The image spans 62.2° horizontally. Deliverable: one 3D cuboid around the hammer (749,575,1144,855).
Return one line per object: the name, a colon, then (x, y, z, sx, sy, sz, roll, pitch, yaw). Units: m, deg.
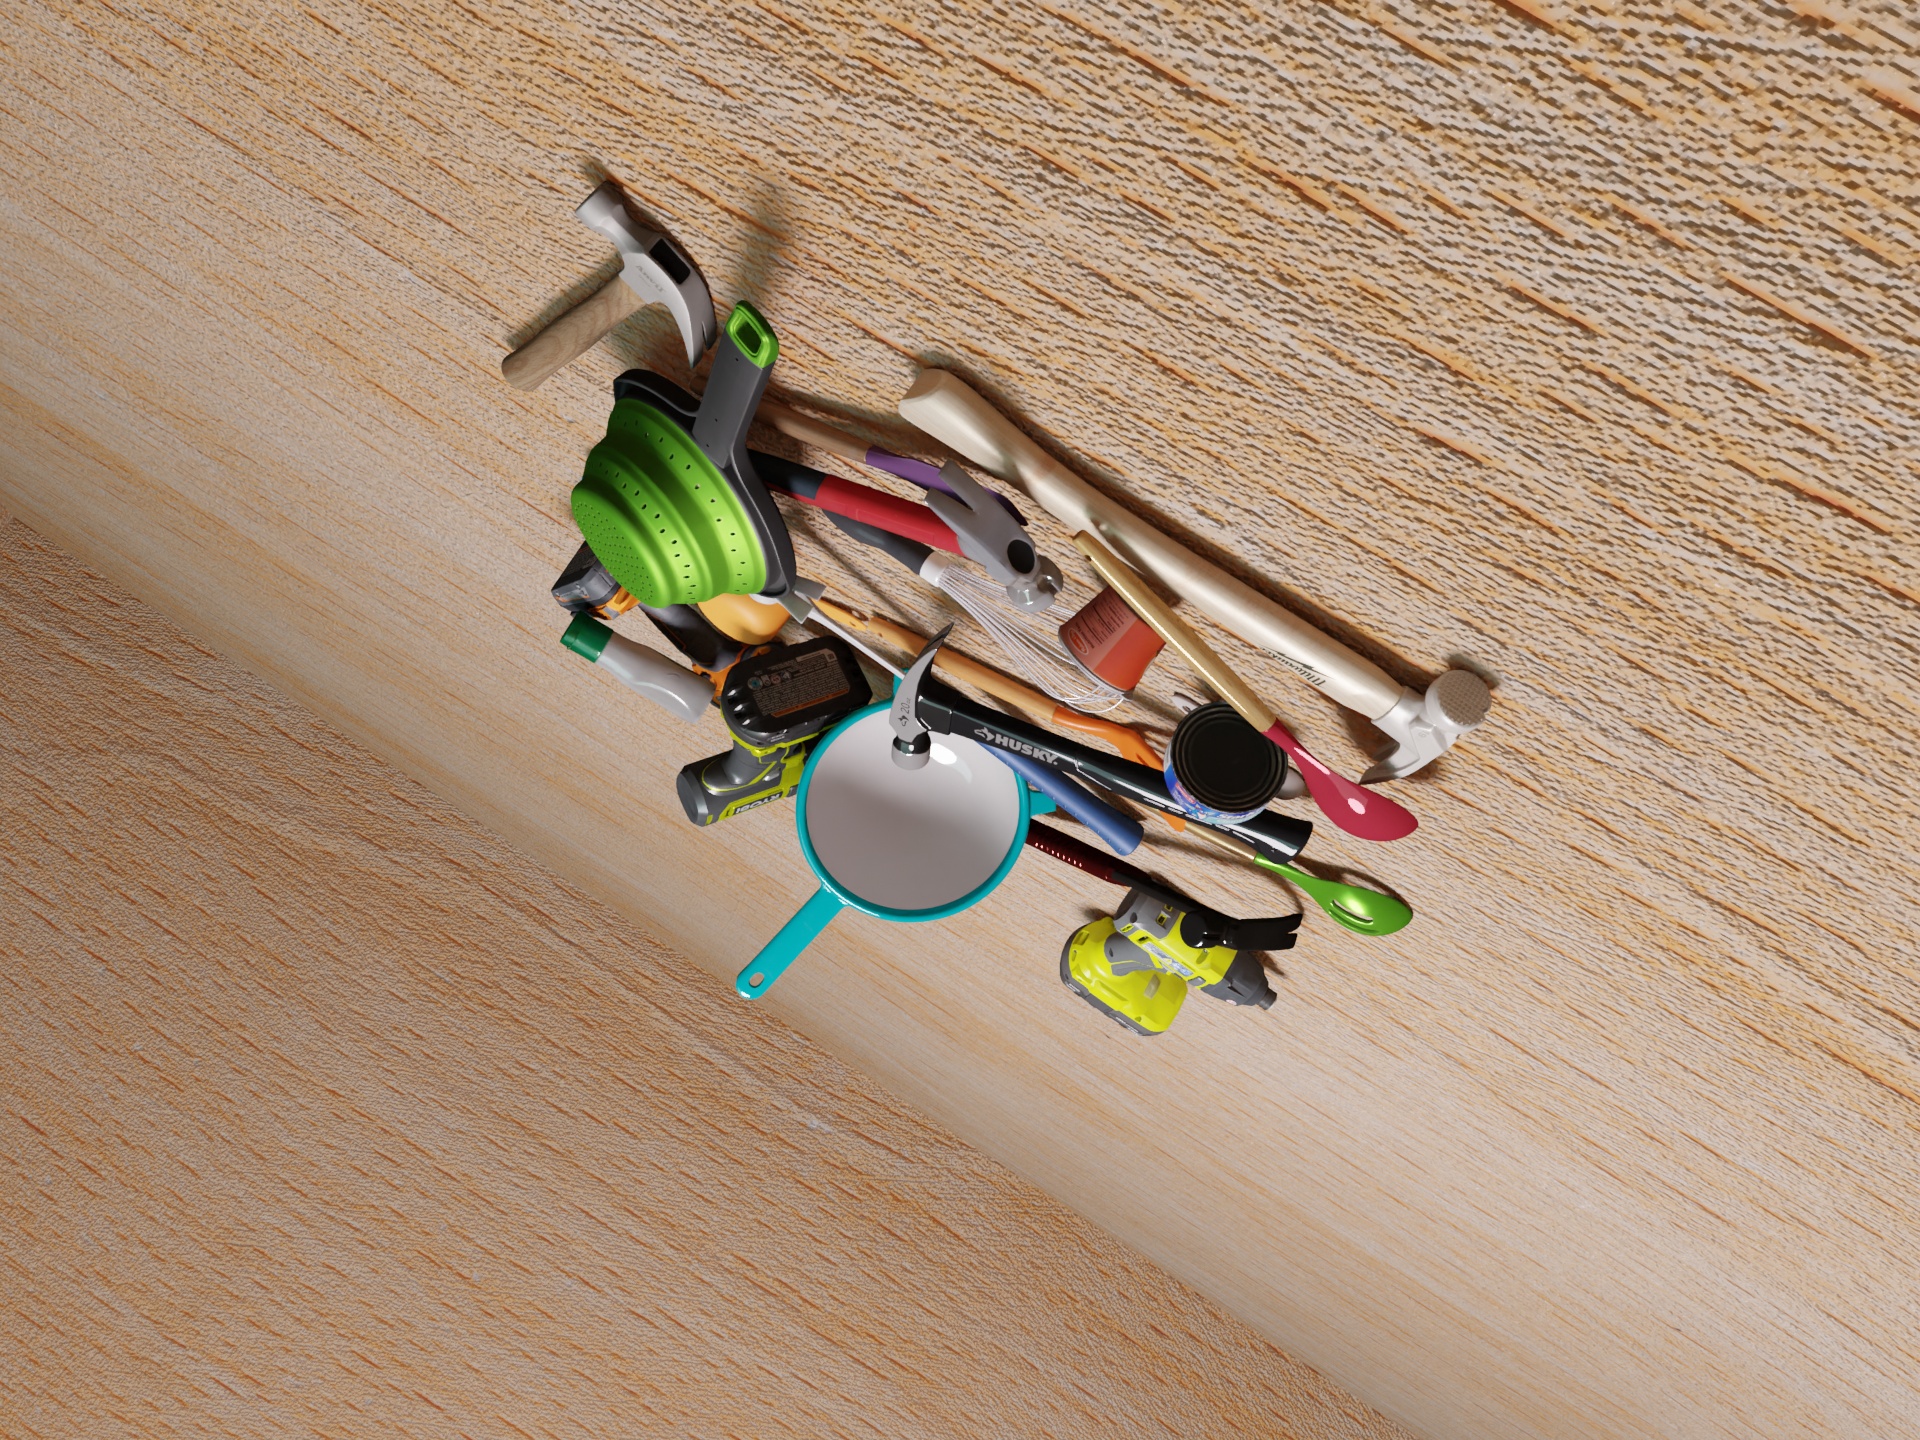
hammer: (-0.002, -0.004, 1.344, 0.405, 0.035, 0.144, 36, 176, -19)

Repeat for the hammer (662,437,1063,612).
hammer: (-0.104, -0.171, 1.134, 0.387, 0.038, 0.143, 24, 169, 40)

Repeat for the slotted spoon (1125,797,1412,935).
slotted spoon: (0.223, 0.101, 1.322, 0.314, 0.031, 0.070, 28, 157, 19)

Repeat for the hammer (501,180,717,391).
hammer: (-0.281, -0.297, 1.199, 0.130, 0.031, 0.331, 44, 156, -22)

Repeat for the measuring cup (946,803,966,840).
measuring cup: (-0.026, 0.085, 1.533, 0.157, 0.029, 0.062, 61, 174, 15)

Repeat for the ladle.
ladle: (0.186, -0.016, 1.045, 0.315, 0.031, 0.069, 42, 160, -16)

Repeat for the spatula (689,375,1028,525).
spatula: (-0.079, -0.193, 1.116, 0.316, 0.018, 0.059, 27, 172, 31)

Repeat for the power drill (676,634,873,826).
power drill: (-0.162, 0.012, 1.513, 0.080, 0.190, 0.228, 62, 153, 17)

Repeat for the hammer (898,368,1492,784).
hammer: (0.136, -0.095, 1.030, 0.410, 0.038, 0.146, 34, 159, 2)

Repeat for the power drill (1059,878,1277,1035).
power drill: (0.203, 0.245, 1.582, 0.171, 0.080, 0.223, 36, 155, -4)

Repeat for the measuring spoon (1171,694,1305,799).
measuring spoon: (0.205, 0.023, 1.195, 0.124, 0.018, 0.034, 37, 158, -5)

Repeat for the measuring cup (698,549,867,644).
measuring cup: (-0.163, -0.095, 1.419, 0.174, 0.052, 0.095, 24, 156, 29)

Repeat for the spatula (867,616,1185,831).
spatula: (0.053, -0.009, 1.312, 0.323, 0.041, 0.081, 27, 154, 20)

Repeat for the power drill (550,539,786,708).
power drill: (-0.283, -0.089, 1.561, 0.226, 0.084, 0.164, 38, 158, -24)

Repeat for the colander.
colander: (-0.201, -0.172, 1.115, 0.204, 0.094, 0.397, 49, 158, 0)

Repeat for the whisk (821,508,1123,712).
whisk: (0.008, -0.095, 1.182, 0.285, 0.070, 0.070, 34, 158, 14)

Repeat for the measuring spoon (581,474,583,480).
measuring spoon: (-0.314, -0.203, 1.466, 0.042, 0.021, 0.128, 18, 164, 8)

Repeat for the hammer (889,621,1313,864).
hammer: (0.105, 0.032, 1.213, 0.335, 0.035, 0.146, 20, 137, 11)

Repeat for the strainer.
strainer: (-0.088, 0.118, 1.468, 0.211, 0.340, 0.095, 41, -172, -13)

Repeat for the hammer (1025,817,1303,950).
hammer: (0.132, 0.131, 1.453, 0.149, 0.036, 0.359, 7, -169, -45)
